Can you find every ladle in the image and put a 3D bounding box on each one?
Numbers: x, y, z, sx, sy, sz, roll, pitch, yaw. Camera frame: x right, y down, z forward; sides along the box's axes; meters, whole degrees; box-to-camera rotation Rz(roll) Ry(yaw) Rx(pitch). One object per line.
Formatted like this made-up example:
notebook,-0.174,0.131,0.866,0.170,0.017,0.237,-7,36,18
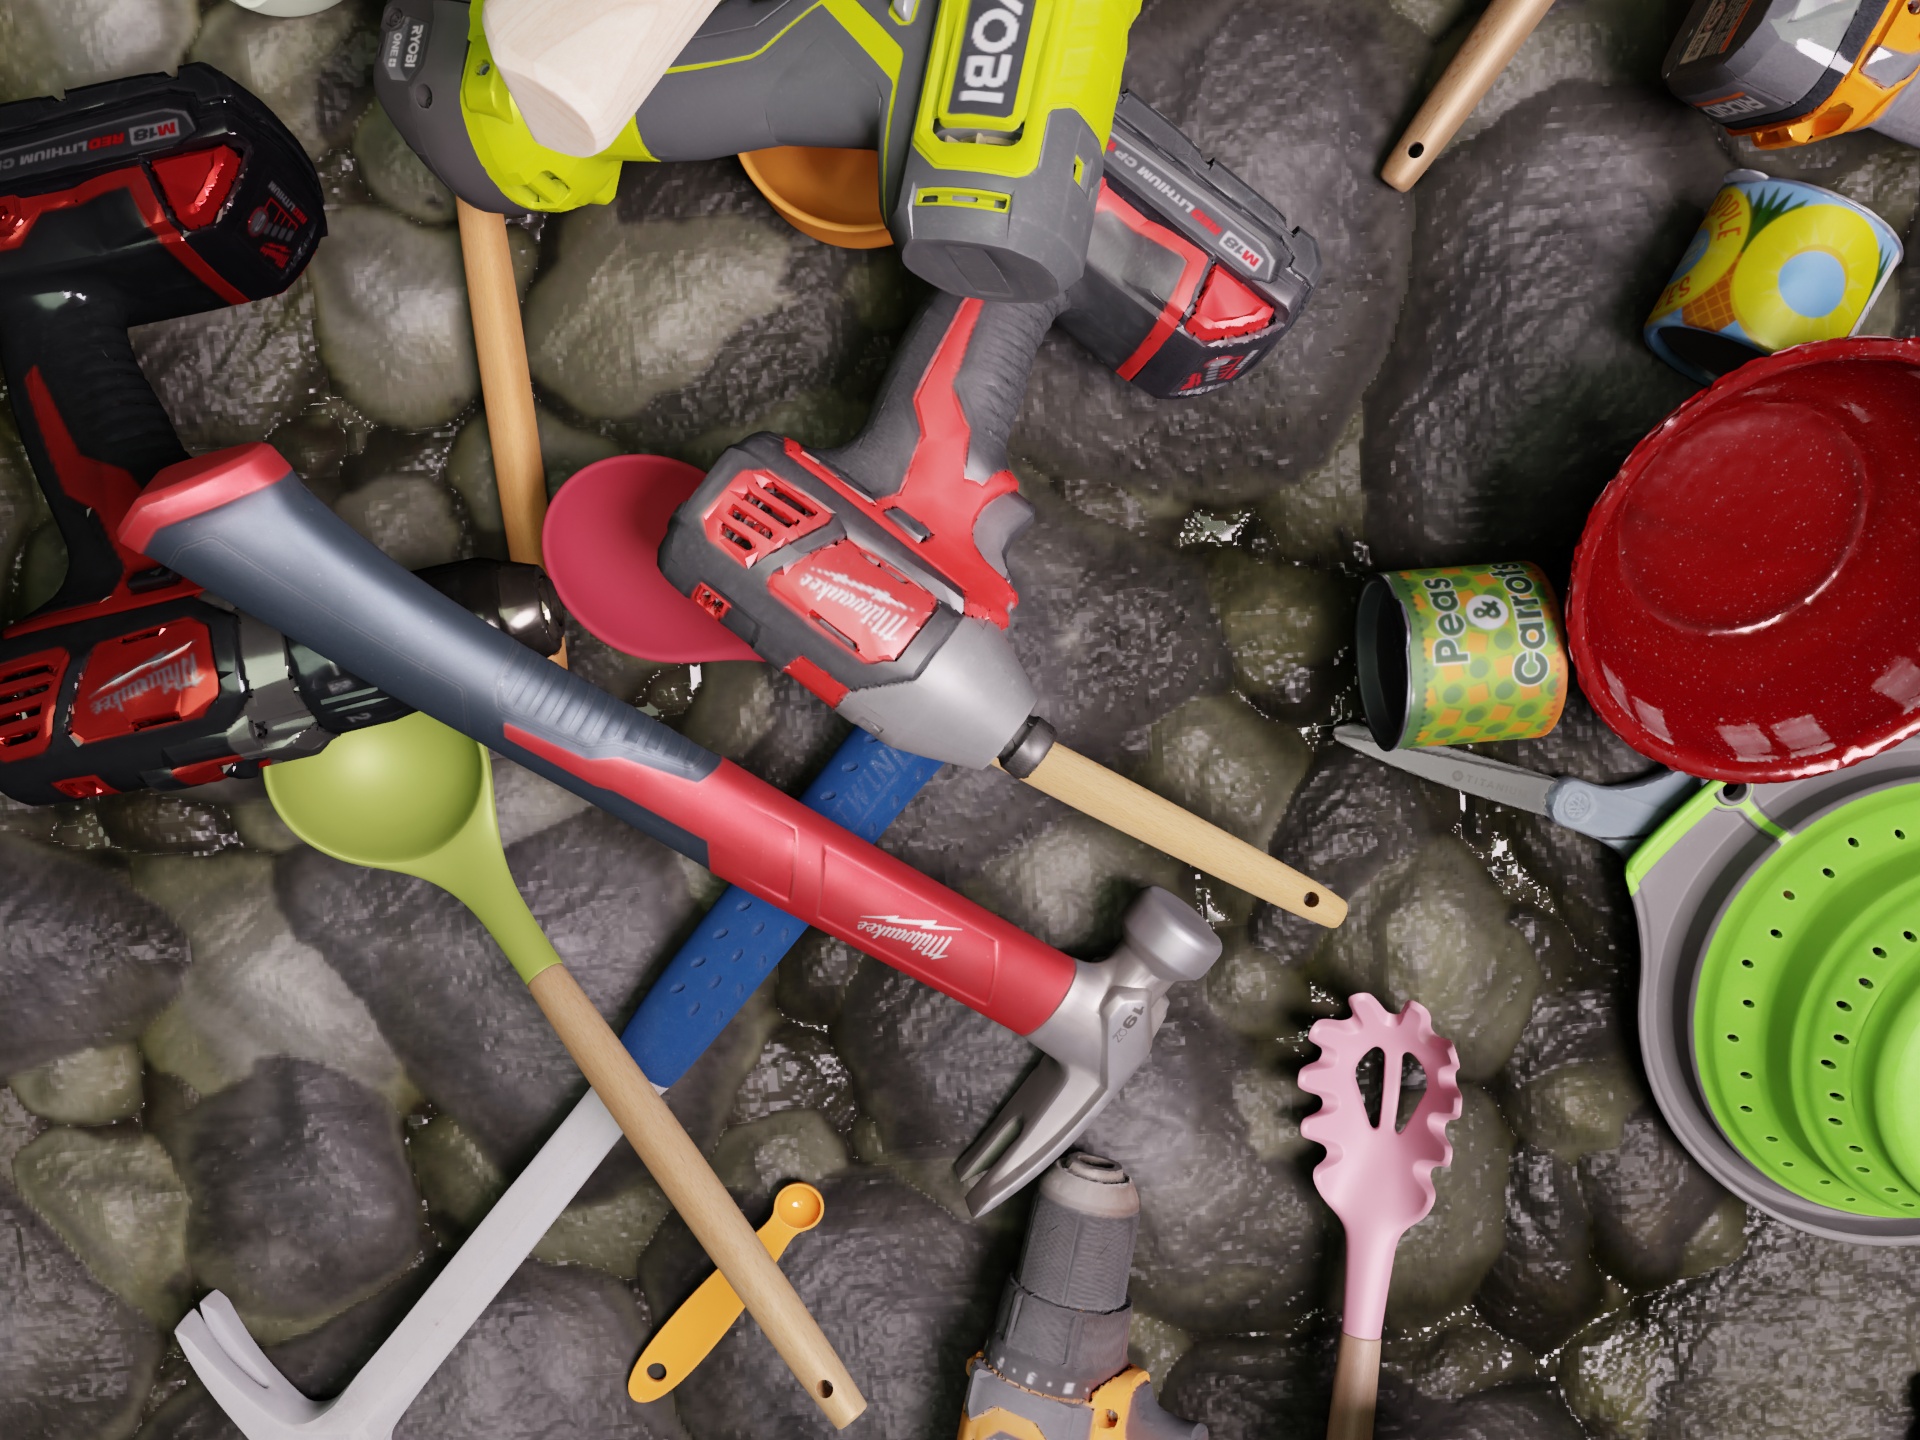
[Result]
ladle,-0.136,0.111,0.555,0.078,0.062,0.320,-39,78,4
ladle,-0.001,-0.002,0.566,0.315,0.031,0.069,28,90,-4

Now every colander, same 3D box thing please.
colander,0.418,0.171,0.584,0.204,0.094,0.397,-42,99,8

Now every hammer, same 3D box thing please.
hammer,-0.091,0.042,0.530,0.386,0.038,0.143,32,102,-25
hammer,-0.133,0.138,0.609,0.144,0.035,0.405,38,94,-5
hammer,0.010,-0.315,0.450,0.146,0.038,0.411,27,74,18

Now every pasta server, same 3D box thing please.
pasta server,0.147,0.262,0.603,0.060,0.040,0.316,6,86,25

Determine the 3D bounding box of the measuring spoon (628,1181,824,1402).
measuring spoon,-0.094,0.227,0.633,0.021,0.011,0.117,39,97,-5

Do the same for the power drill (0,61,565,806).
power drill,-0.243,-0.094,0.534,0.188,0.080,0.227,-13,82,-1

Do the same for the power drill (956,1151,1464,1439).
power drill,0.102,0.272,0.570,0.226,0.084,0.185,11,90,29

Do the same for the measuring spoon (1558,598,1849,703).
measuring spoon,0.278,-0.027,0.613,0.128,0.021,0.042,13,92,7

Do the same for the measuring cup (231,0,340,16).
measuring cup,-0.287,-0.292,0.561,0.167,0.038,0.083,4,96,0

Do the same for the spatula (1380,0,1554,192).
spatula,0.241,-0.319,0.527,0.082,0.044,0.317,36,111,5

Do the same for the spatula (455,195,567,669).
spatula,-0.168,-0.171,0.571,0.081,0.041,0.322,-13,101,-36

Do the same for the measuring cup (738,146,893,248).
measuring cup,0.000,-0.235,0.565,0.173,0.052,0.095,-32,95,1

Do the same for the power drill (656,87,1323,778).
power drill,0.017,-0.093,0.536,0.143,0.078,0.220,38,77,-3

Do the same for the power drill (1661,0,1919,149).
power drill,0.373,-0.228,0.522,0.226,0.084,0.164,24,104,-6

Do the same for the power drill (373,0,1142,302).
power drill,-0.055,-0.227,0.493,0.223,0.080,0.171,10,86,17
